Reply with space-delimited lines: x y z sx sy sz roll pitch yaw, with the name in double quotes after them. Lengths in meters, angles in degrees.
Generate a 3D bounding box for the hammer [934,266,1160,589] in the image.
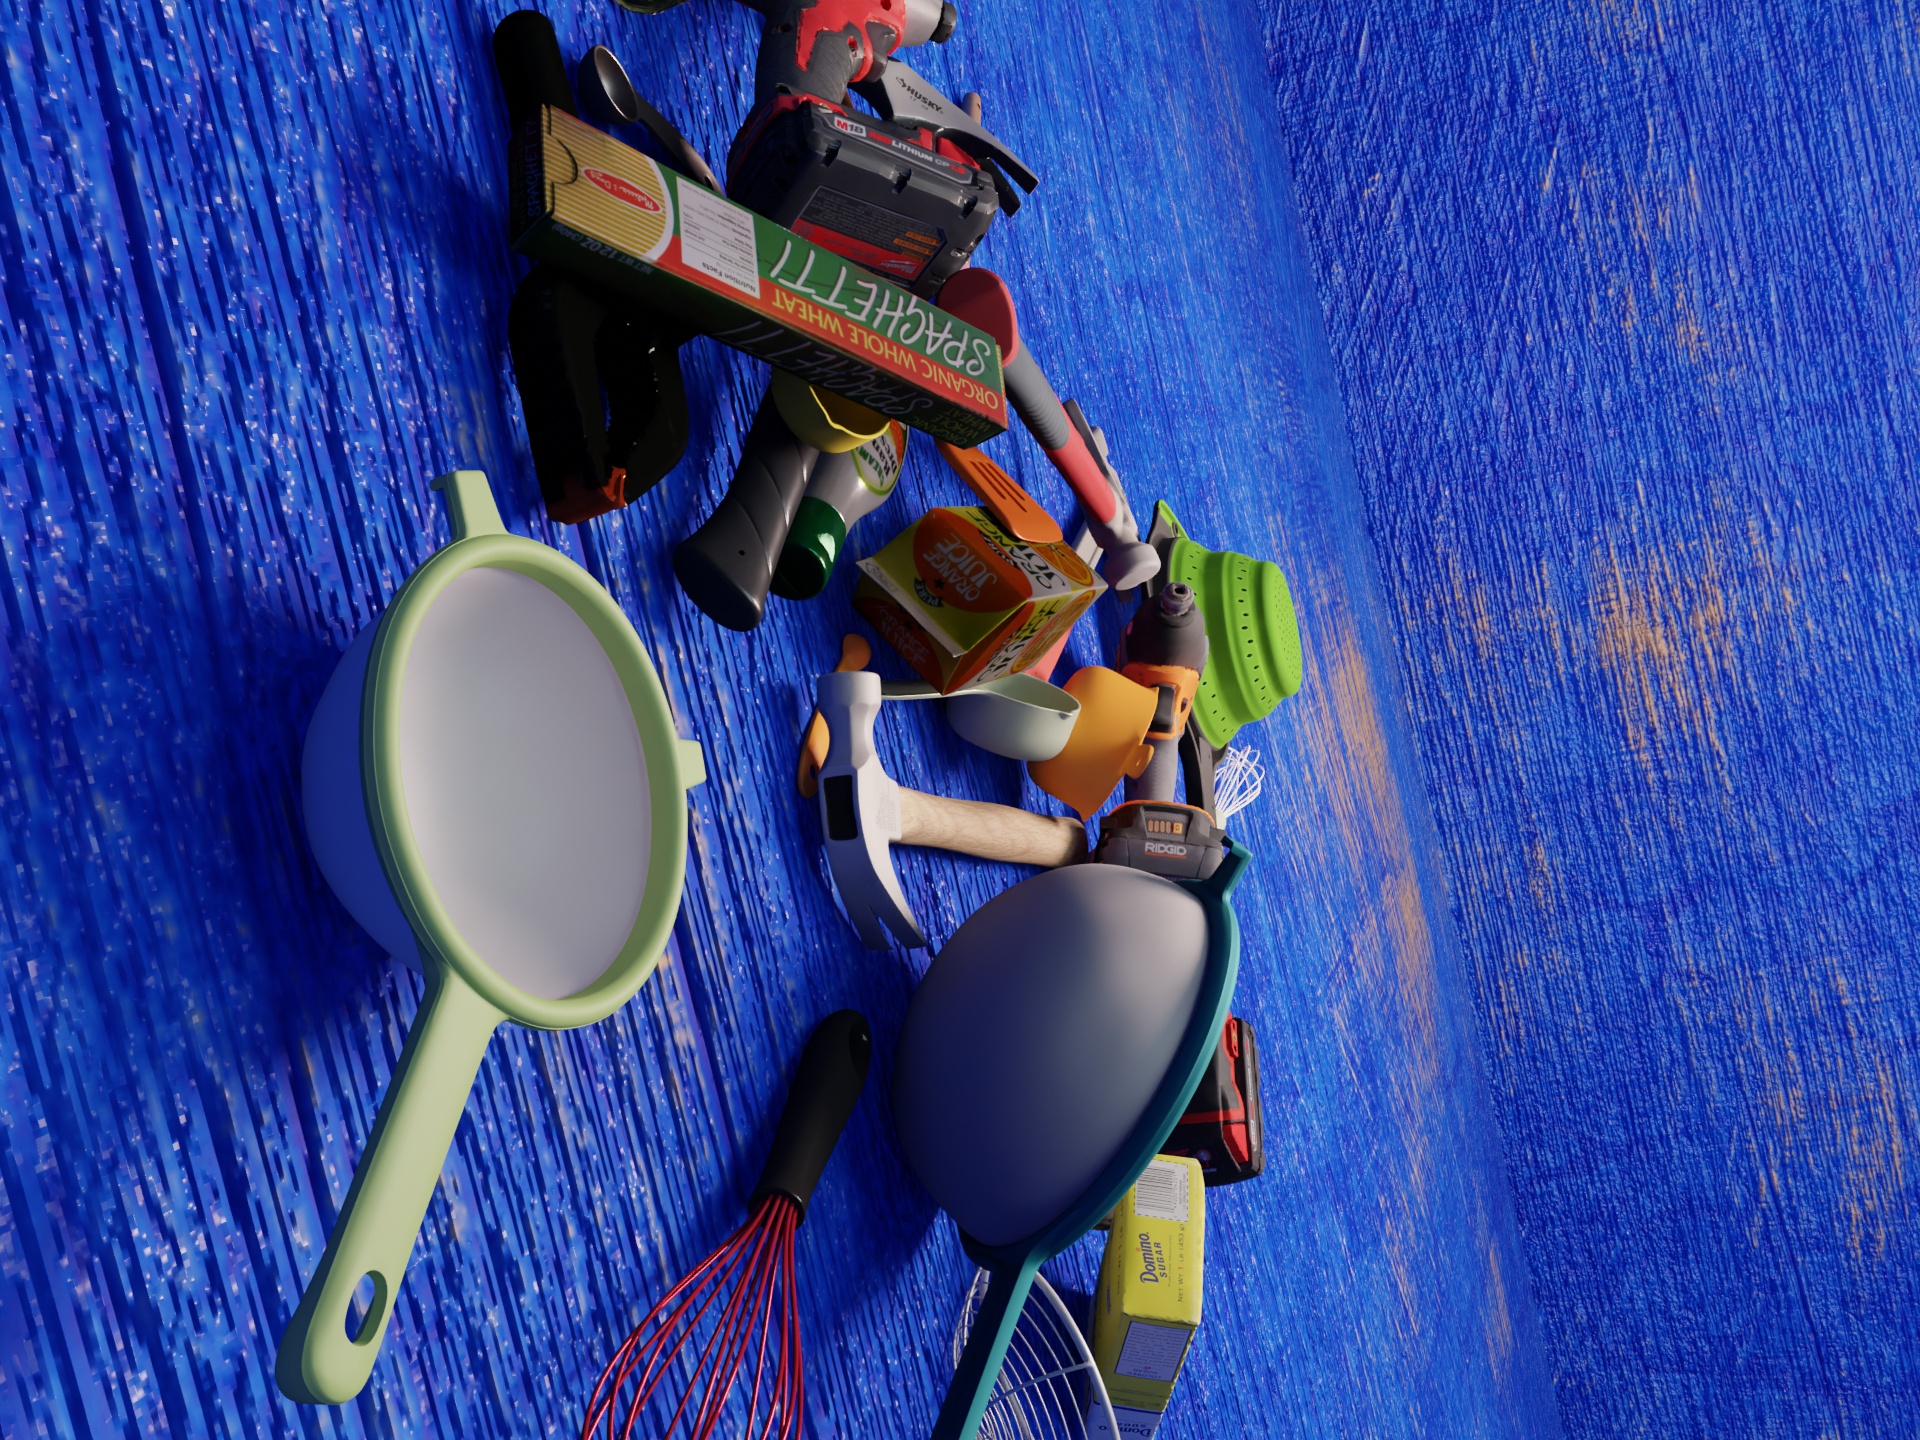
0.048 -0.186 0.941 0.143 0.038 0.386 66 10 15 "hammer"

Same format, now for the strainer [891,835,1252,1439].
0.009 0.187 0.715 0.095 0.211 0.341 36 48 -10 "strainer"

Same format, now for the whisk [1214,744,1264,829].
0.217 0.081 1.366 0.059 0.057 0.246 41 31 1 "whisk"

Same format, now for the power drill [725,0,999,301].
-0.054 -0.318 0.791 0.143 0.078 0.220 10 57 -32 "power drill"

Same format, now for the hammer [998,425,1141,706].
0.077 -0.083 1.119 0.359 0.037 0.149 -62 135 -58 "hammer"

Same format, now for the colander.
0.222 0.008 1.260 0.204 0.094 0.397 40 45 -59 "colander"

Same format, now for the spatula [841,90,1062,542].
-0.023 -0.245 0.910 0.081 0.041 0.322 -14 83 -66 "spatula"

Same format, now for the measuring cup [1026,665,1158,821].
0.079 0.010 0.940 0.095 0.052 0.173 -61 -178 0 "measuring cup"

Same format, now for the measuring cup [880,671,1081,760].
-0.001 -0.003 0.885 0.167 0.083 0.038 -2 115 -49 "measuring cup"

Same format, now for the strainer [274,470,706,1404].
-0.157 0.063 0.458 0.151 0.069 0.257 59 30 -44 "strainer"

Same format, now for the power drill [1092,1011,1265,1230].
0.121 0.242 1.018 0.226 0.080 0.188 42 42 -51 "power drill"

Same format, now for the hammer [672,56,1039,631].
-0.058 -0.203 0.793 0.149 0.036 0.409 28 51 -17 "hammer"

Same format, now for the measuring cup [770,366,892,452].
-0.092 -0.174 0.686 0.156 0.029 0.062 39 46 -30 "measuring cup"

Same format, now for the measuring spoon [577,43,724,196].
-0.142 -0.266 0.731 0.124 0.018 0.034 26 47 -70 "measuring spoon"

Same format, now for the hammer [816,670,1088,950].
0.007 0.062 0.884 0.331 0.031 0.130 19 66 -66 "hammer"

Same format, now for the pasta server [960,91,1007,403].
0.007 -0.326 1.070 0.060 0.040 0.316 50 35 -46 "pasta server"

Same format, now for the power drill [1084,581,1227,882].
0.133 0.025 1.078 0.164 0.084 0.227 97 0 -53 "power drill"

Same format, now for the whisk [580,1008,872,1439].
-0.075 0.200 0.606 0.296 0.073 0.073 -68 140 -64 "whisk"

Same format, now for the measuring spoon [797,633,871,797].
-0.061 -0.004 0.788 0.117 0.011 0.021 -75 145 -47 "measuring spoon"

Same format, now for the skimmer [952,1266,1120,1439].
0.066 0.227 0.849 0.127 0.090 0.364 102 4 -45 "skimmer"
